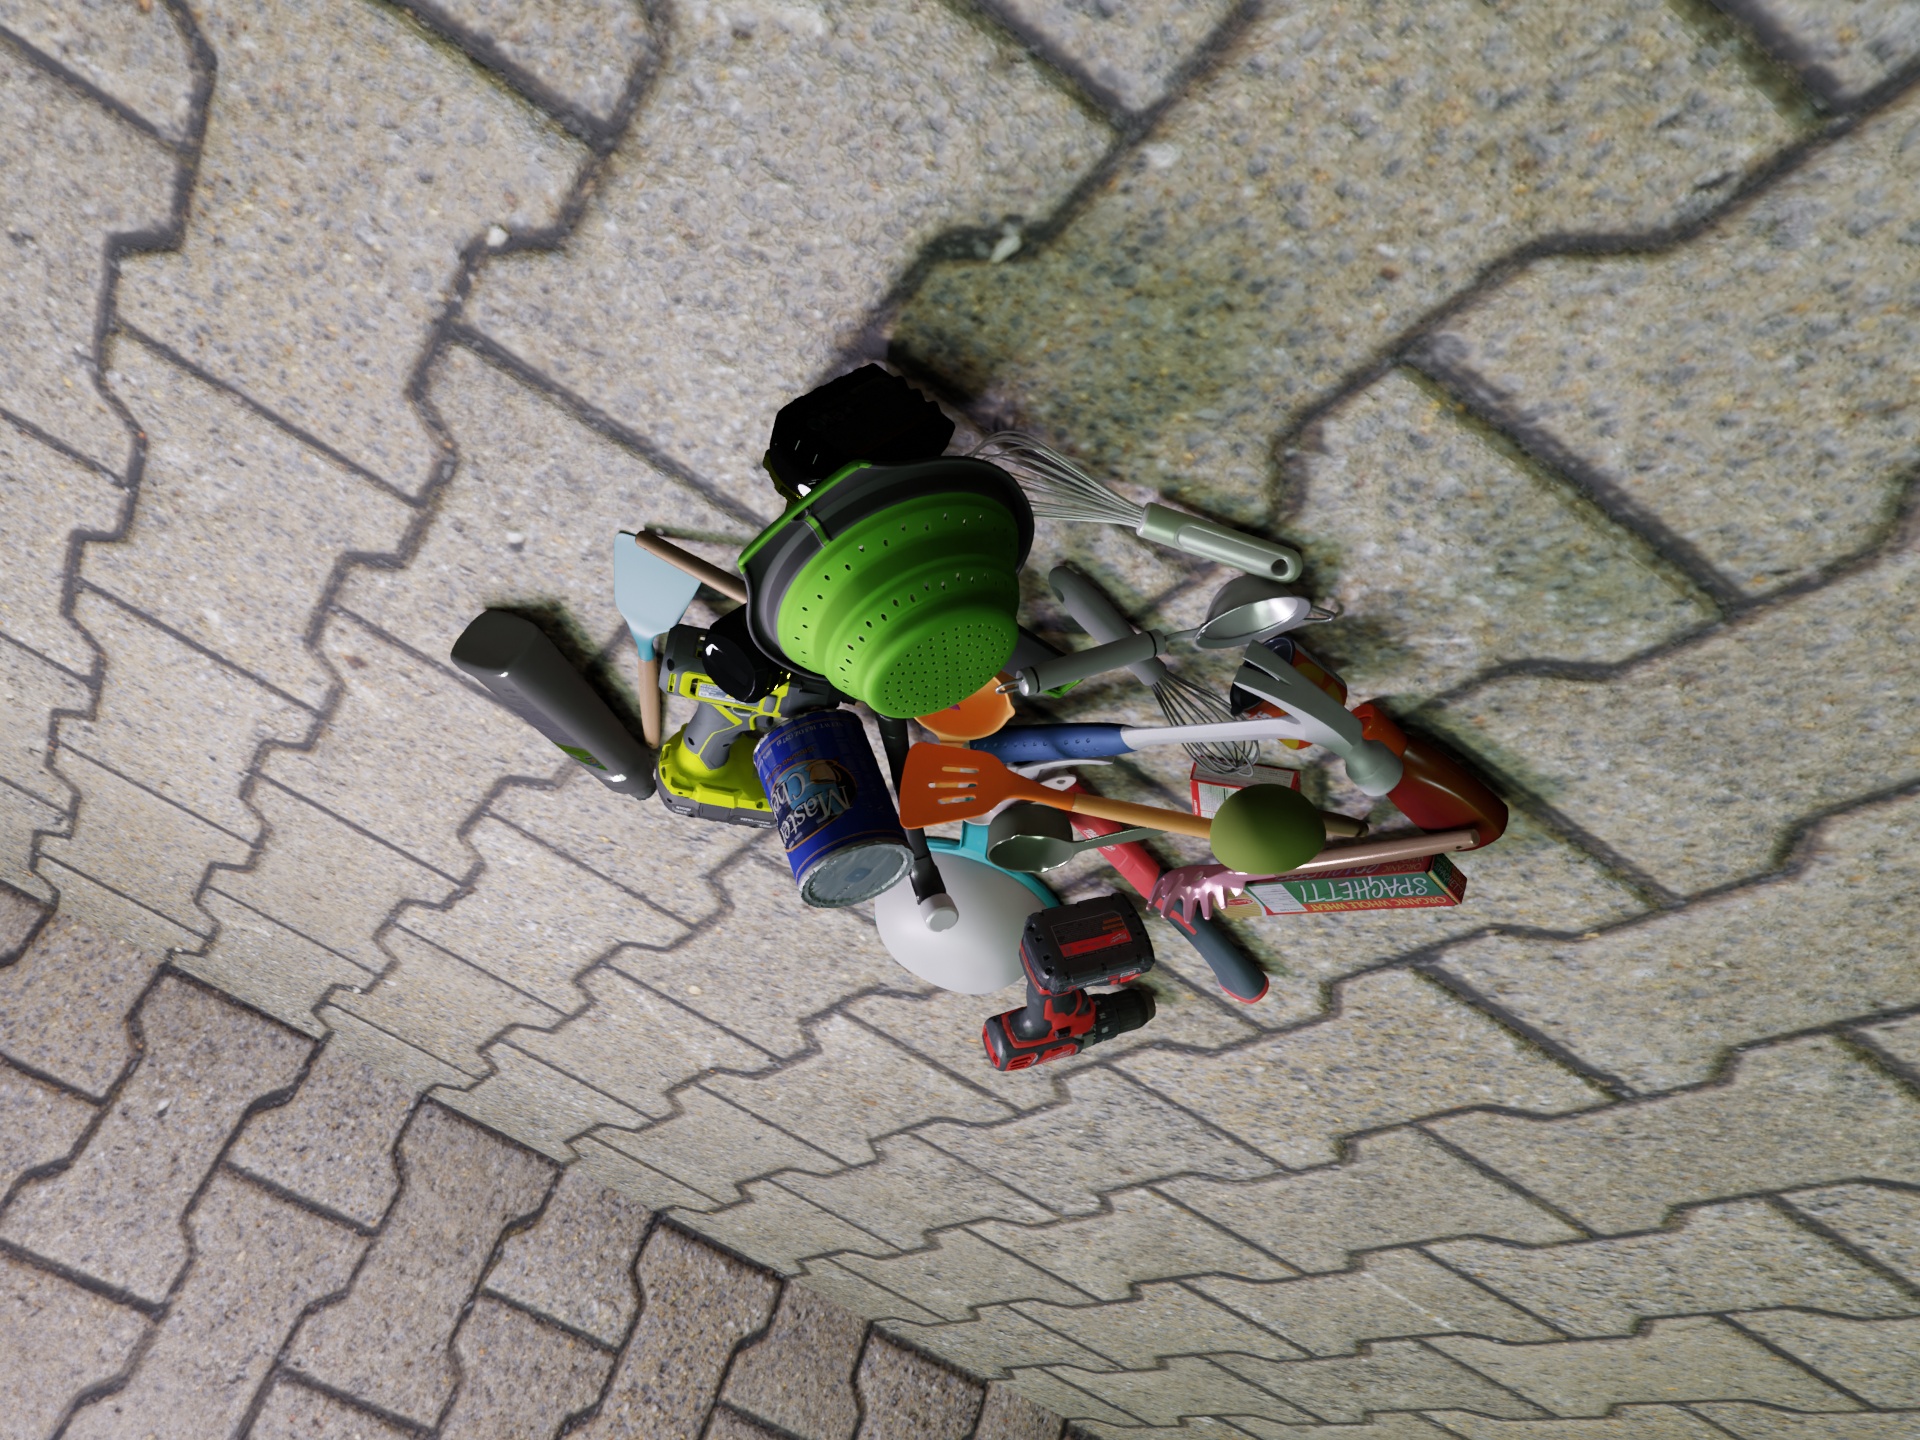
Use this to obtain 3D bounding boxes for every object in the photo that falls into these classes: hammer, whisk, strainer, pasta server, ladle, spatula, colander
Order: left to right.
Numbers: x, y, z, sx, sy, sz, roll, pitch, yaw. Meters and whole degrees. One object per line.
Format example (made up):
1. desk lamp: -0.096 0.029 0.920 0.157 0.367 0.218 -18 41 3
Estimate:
1. spatula: -0.281 -0.056 1.459 0.082 0.044 0.317 20 151 1
2. hammer: -0.056 0.025 1.386 0.035 0.146 0.334 -17 132 -10
3. strainer: -0.001 0.182 1.566 0.211 0.095 0.340 17 147 7
4. colander: 0.010 -0.049 1.107 0.204 0.095 0.396 -37 152 15
5. spatula: 0.112 0.075 1.304 0.322 0.081 0.041 11 149 -9
6. whisk: 0.119 -0.141 1.093 0.246 0.059 0.057 18 113 -2
7. hammer: 0.135 0.008 1.212 0.144 0.035 0.405 39 156 -27
8. whisk: 0.150 -0.035 1.223 0.238 0.055 0.055 43 141 -21
9. hammer: 0.187 0.145 1.462 0.143 0.038 0.386 -15 132 40
10. strainer: 0.142 -0.059 1.108 0.258 0.050 0.086 -17 163 -17
11. pasta server: 0.283 0.125 1.313 0.060 0.040 0.316 30 150 -34
12. ladle: 0.262 0.086 1.183 0.078 0.062 0.320 3 175 27

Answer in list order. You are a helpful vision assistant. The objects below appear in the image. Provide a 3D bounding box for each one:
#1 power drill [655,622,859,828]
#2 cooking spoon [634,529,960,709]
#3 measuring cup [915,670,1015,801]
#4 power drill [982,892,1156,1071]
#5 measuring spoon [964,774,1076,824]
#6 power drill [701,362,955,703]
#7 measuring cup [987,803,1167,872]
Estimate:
1. power drill: -0.191 0.007 1.439 0.171 0.080 0.223 11 145 -9
2. cooking spoon: -0.135 -0.082 1.269 0.319 0.017 0.068 29 172 20
3. measuring cup: -0.002 -0.004 1.325 0.095 0.052 0.173 11 137 4
4. power drill: 0.128 0.267 1.592 0.188 0.080 0.226 -10 145 -19
5. measuring spoon: 0.051 0.063 1.379 0.124 0.018 0.034 -24 140 36
6. power drill: -0.084 -0.132 1.122 0.080 0.190 0.228 39 137 14
7. measuring cup: 0.103 0.092 1.375 0.167 0.038 0.083 -12 149 14
